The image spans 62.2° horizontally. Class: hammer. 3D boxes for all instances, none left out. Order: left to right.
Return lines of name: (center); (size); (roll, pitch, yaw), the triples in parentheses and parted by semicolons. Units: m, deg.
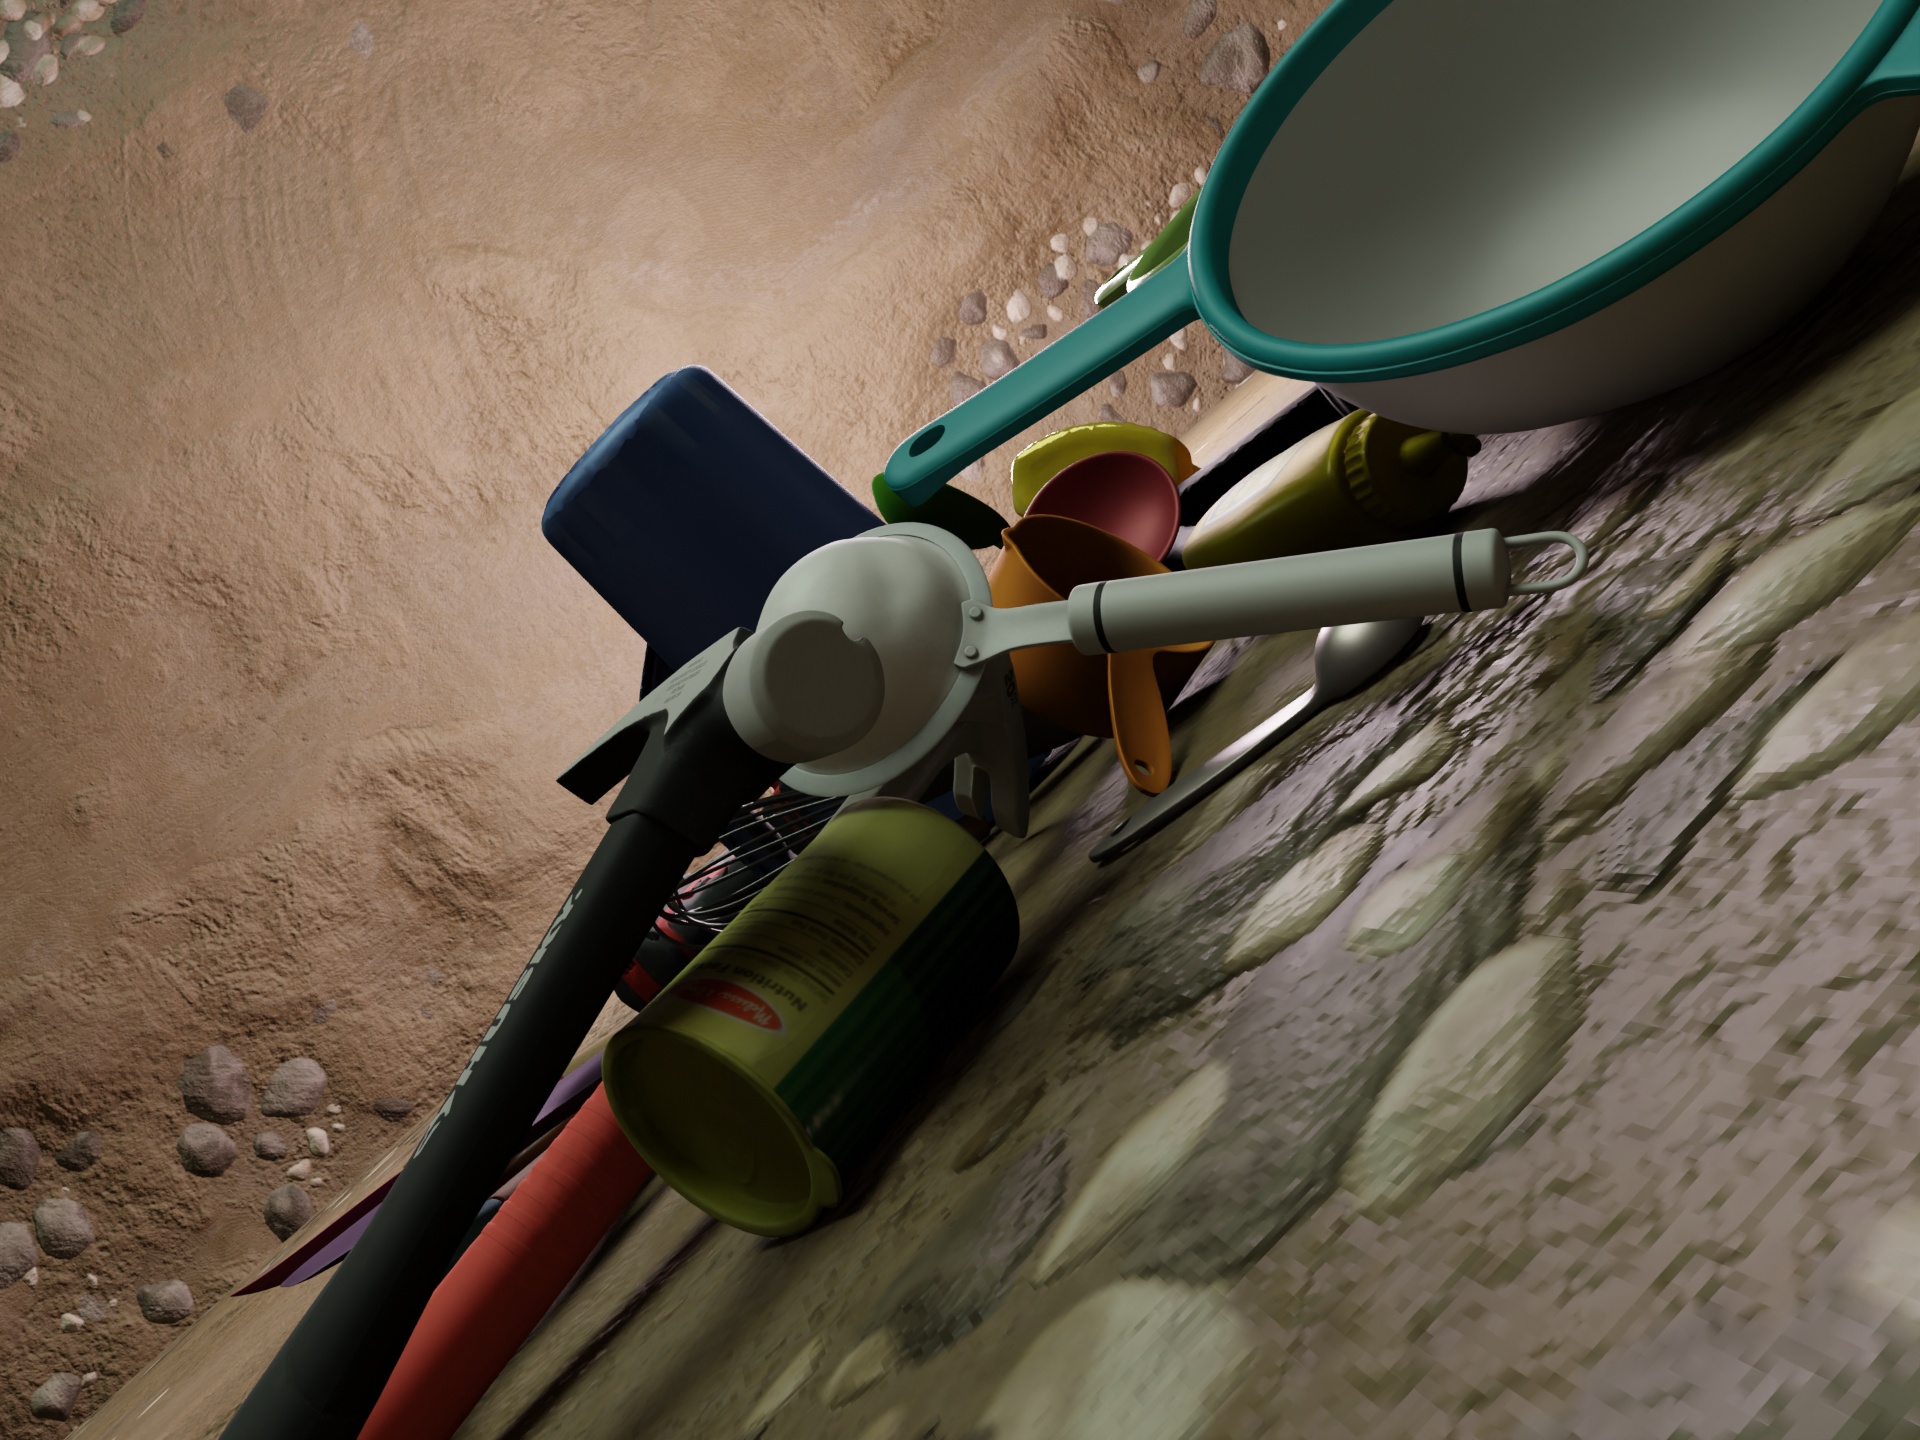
hammer: (-0.129, 0.125, 0.349); (0.146, 0.035, 0.335); (-19, 39, 61)
hammer: (-0.086, 0.112, 0.481); (0.359, 0.037, 0.149); (-53, -28, -28)

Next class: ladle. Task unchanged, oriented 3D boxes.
ladle: (-0.001, -0.002, 0.642); (0.315, 0.069, 0.031); (-52, -28, -30)

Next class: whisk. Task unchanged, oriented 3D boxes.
whisk: (-0.022, 0.029, 0.668); (0.239, 0.055, 0.055); (-26, 3, -5)

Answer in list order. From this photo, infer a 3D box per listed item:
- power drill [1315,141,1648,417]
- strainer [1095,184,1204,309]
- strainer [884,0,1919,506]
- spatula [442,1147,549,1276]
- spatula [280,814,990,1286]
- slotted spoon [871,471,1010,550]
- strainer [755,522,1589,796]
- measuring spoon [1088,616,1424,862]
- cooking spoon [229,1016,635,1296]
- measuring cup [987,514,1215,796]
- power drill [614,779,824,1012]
power drill: (0.206, -0.162, 0.616); (0.143, 0.078, 0.220); (-42, 7, 5)
strainer: (0.126, -0.198, 0.669); (0.151, 0.069, 0.256); (-49, 11, -12)
strainer: (0.128, -0.129, 0.483); (0.340, 0.095, 0.211); (-27, 40, 33)
spatula: (-0.138, 0.170, 0.568); (0.317, 0.044, 0.082); (-35, -37, -59)
spatula: (-0.104, 0.112, 0.593); (0.316, 0.018, 0.060); (-31, 0, -34)
slotted spoon: (0.044, -0.092, 0.876); (0.313, 0.070, 0.031); (7, -84, -62)
strainer: (0.028, -0.028, 0.419); (0.258, 0.050, 0.087); (-6, 64, 27)
measuring spoon: (0.078, 0.002, 0.455); (0.124, 0.018, 0.034); (-40, 5, 27)
cooking spoon: (-0.132, 0.130, 0.627); (0.319, 0.017, 0.068); (-31, -4, -24)
measuring cup: (0.048, -0.010, 0.573); (0.174, 0.095, 0.052); (-91, 26, -56)
power drill: (-0.115, 0.081, 1.020); (0.226, 0.080, 0.188); (-43, 3, 28)
